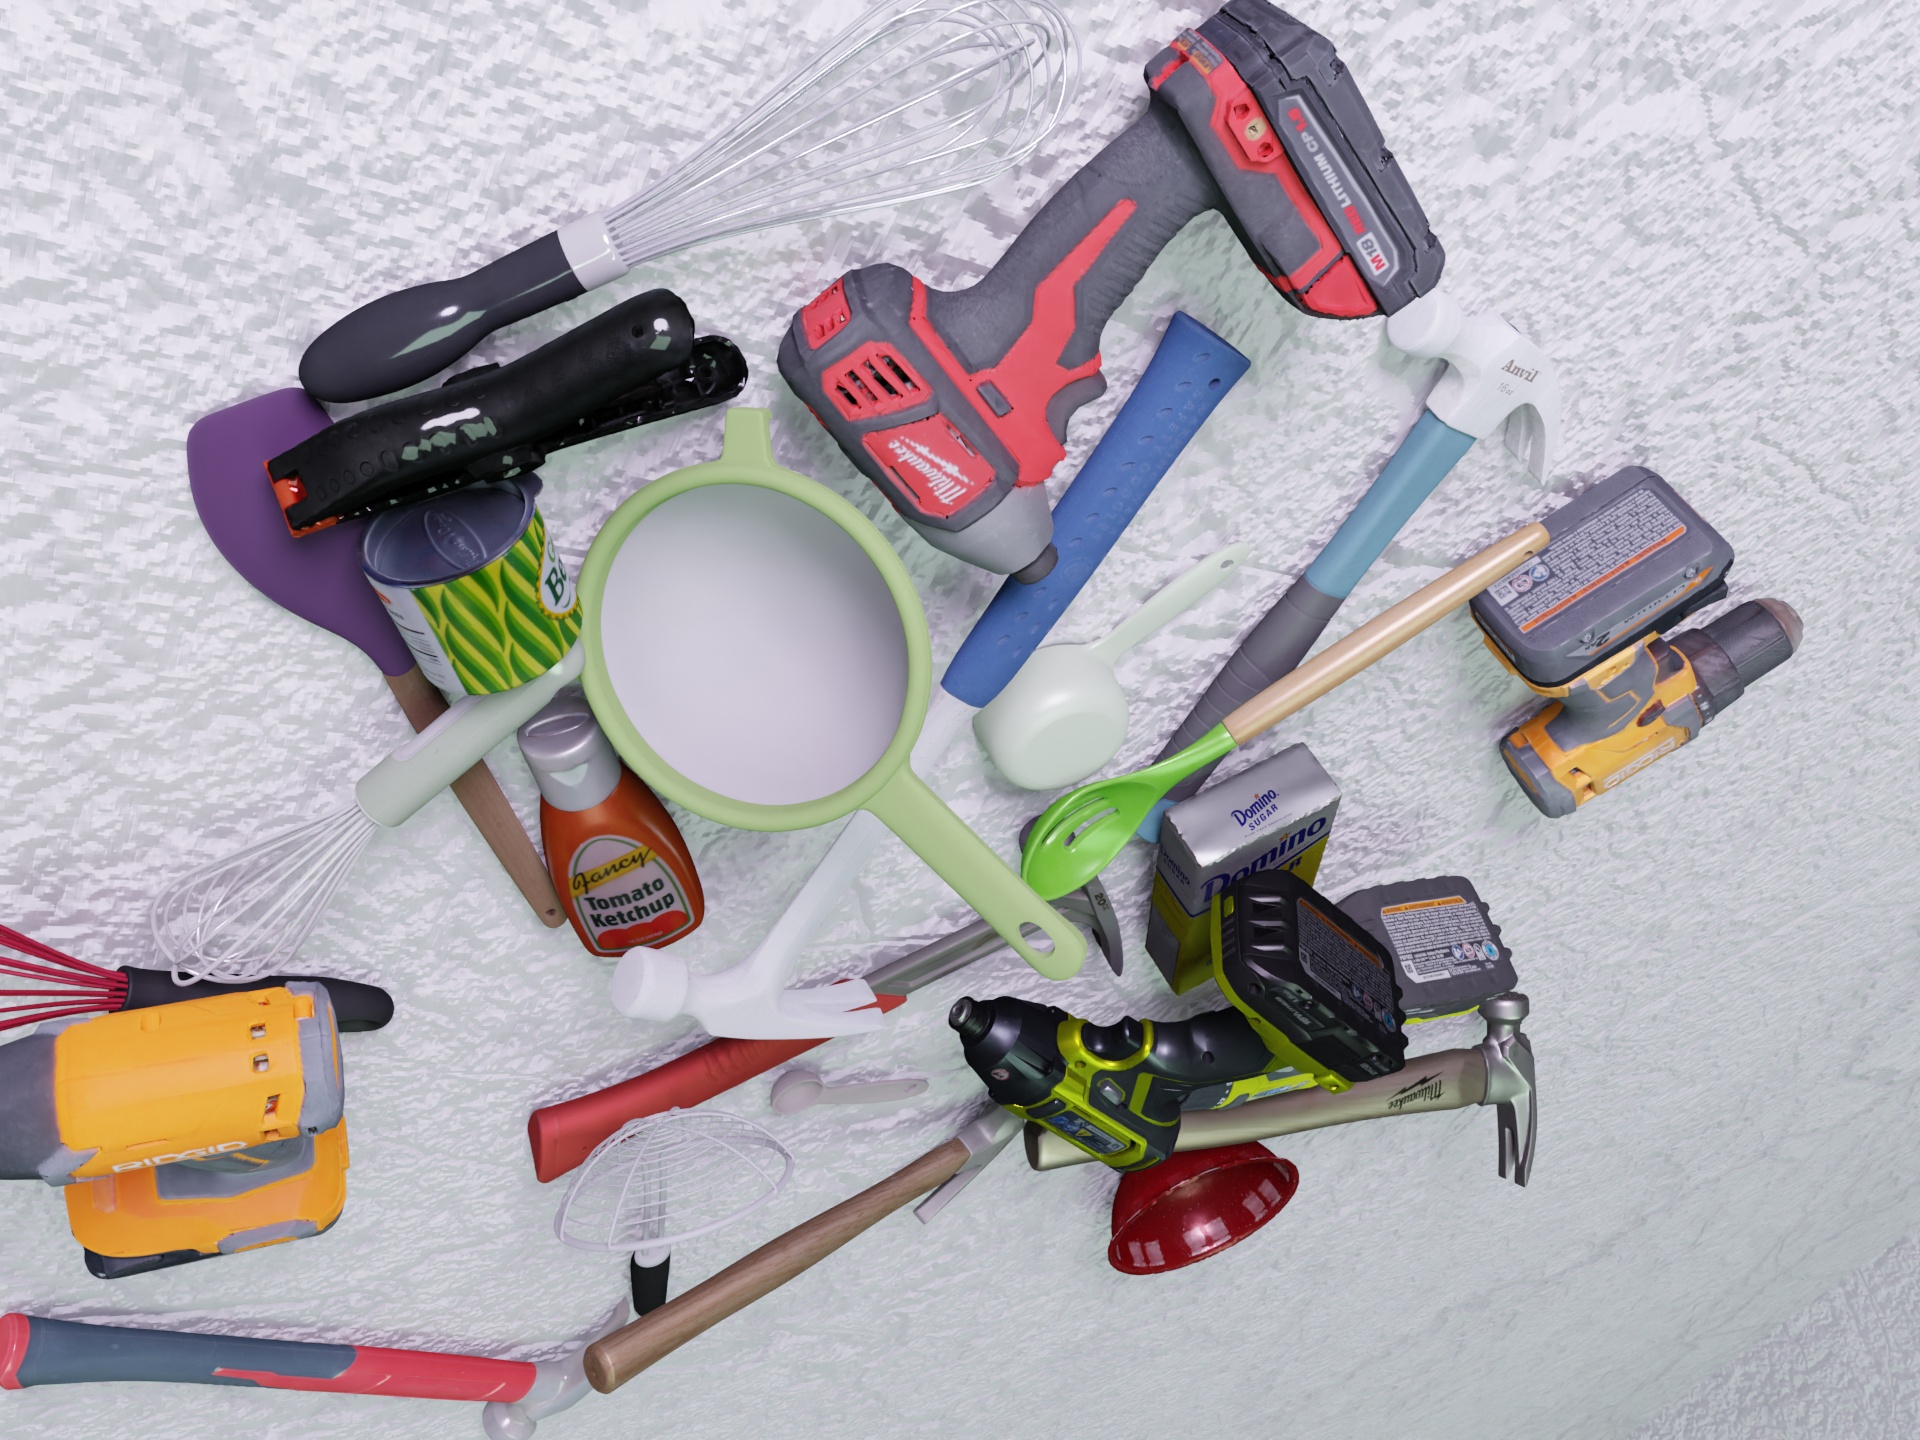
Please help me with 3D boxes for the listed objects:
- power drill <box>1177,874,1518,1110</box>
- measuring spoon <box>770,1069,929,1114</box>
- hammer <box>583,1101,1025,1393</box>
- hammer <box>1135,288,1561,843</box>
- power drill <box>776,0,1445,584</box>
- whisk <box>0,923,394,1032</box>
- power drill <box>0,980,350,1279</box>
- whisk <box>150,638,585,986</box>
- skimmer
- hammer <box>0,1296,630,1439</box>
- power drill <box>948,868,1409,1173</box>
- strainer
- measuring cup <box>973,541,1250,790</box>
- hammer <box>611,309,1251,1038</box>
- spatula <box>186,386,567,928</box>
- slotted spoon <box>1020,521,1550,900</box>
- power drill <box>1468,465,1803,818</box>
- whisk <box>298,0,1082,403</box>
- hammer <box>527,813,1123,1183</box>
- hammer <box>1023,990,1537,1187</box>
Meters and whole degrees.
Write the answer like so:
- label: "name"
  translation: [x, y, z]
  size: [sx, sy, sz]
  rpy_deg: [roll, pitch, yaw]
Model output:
- label: "power drill"
  translation: [0.216, 0.186, 1.009]
  size: [0.190, 0.080, 0.228]
  rpy_deg: [-2, 150, -35]
- label: "measuring spoon"
  translation: [-0.069, 0.228, 0.998]
  size: [0.124, 0.018, 0.034]
  rpy_deg: [9, 127, -43]
- label: "hammer"
  translation: [-0.085, 0.318, 0.981]
  size: [0.331, 0.031, 0.130]
  rpy_deg: [-19, 150, -41]
- label: "hammer"
  translation: [0.175, -0.059, 0.803]
  size: [0.128, 0.033, 0.331]
  rpy_deg: [11, 128, -34]
- label: "power drill"
  translation: [0.056, -0.149, 0.595]
  size: [0.219, 0.079, 0.143]
  rpy_deg: [-34, 123, 13]
- label: "whisk"
  translation: [-0.380, 0.115, 0.681]
  size: [0.295, 0.073, 0.073]
  rpy_deg: [17, 124, -46]
- label: "power drill"
  translation: [-0.354, 0.183, 0.697]
  size: [0.164, 0.084, 0.226]
  rpy_deg: [-7, 156, -21]
- label: "whisk"
  translation: [-0.246, 0.038, 0.656]
  size: [0.246, 0.058, 0.059]
  rpy_deg: [-36, 114, 17]
- label: "skimmer"
  translation: [-0.173, 0.321, 0.939]
  size: [0.127, 0.090, 0.363]
  rpy_deg: [-14, 148, -21]
- label: "hammer"
  translation: [-0.385, 0.392, 0.984]
  size: [0.143, 0.038, 0.385]
  rpy_deg: [-43, 137, 17]
- label: "power drill"
  translation: [0.117, 0.173, 0.889]
  size: [0.223, 0.080, 0.171]
  rpy_deg: [-31, 126, 33]
- label: "strainer"
  translation: [-0.038, 0.002, 0.649]
  size: [0.256, 0.069, 0.151]
  rpy_deg: [45, 115, -3]
- label: "measuring cup"
  translation: [0.081, -0.025, 0.783]
  size: [0.167, 0.038, 0.083]
  rpy_deg: [-39, 138, 18]
- label: "hammer"
  translation: [-0.001, -0.002, 0.729]
  size: [0.144, 0.035, 0.405]
  rpy_deg: [20, 115, -39]
- label: "spatula"
  translation: [-0.225, -0.005, 0.662]
  size: [0.060, 0.018, 0.315]
  rpy_deg: [-23, 139, -8]
- label: "slotted spoon"
  translation: [0.158, -0.007, 0.804]
  size: [0.314, 0.031, 0.070]
  rpy_deg: [-34, 143, 8]
- label: "power drill"
  translation: [0.385, -0.046, 0.892]
  size: [0.185, 0.084, 0.226]
  rpy_deg: [-33, 144, 7]
- label: "whisk"
  translation: [-0.093, -0.169, 0.530]
  size: [0.284, 0.070, 0.070]
  rpy_deg: [-24, 140, 4]
- label: "hammer"
  translation: [-0.079, 0.175, 0.916]
  size: [0.359, 0.037, 0.149]
  rpy_deg: [-26, 140, -1]
- label: "hammer"
  translation: [0.242, 0.292, 1.158]
  size: [0.410, 0.038, 0.146]
  rpy_deg: [-3, 91, -19]
